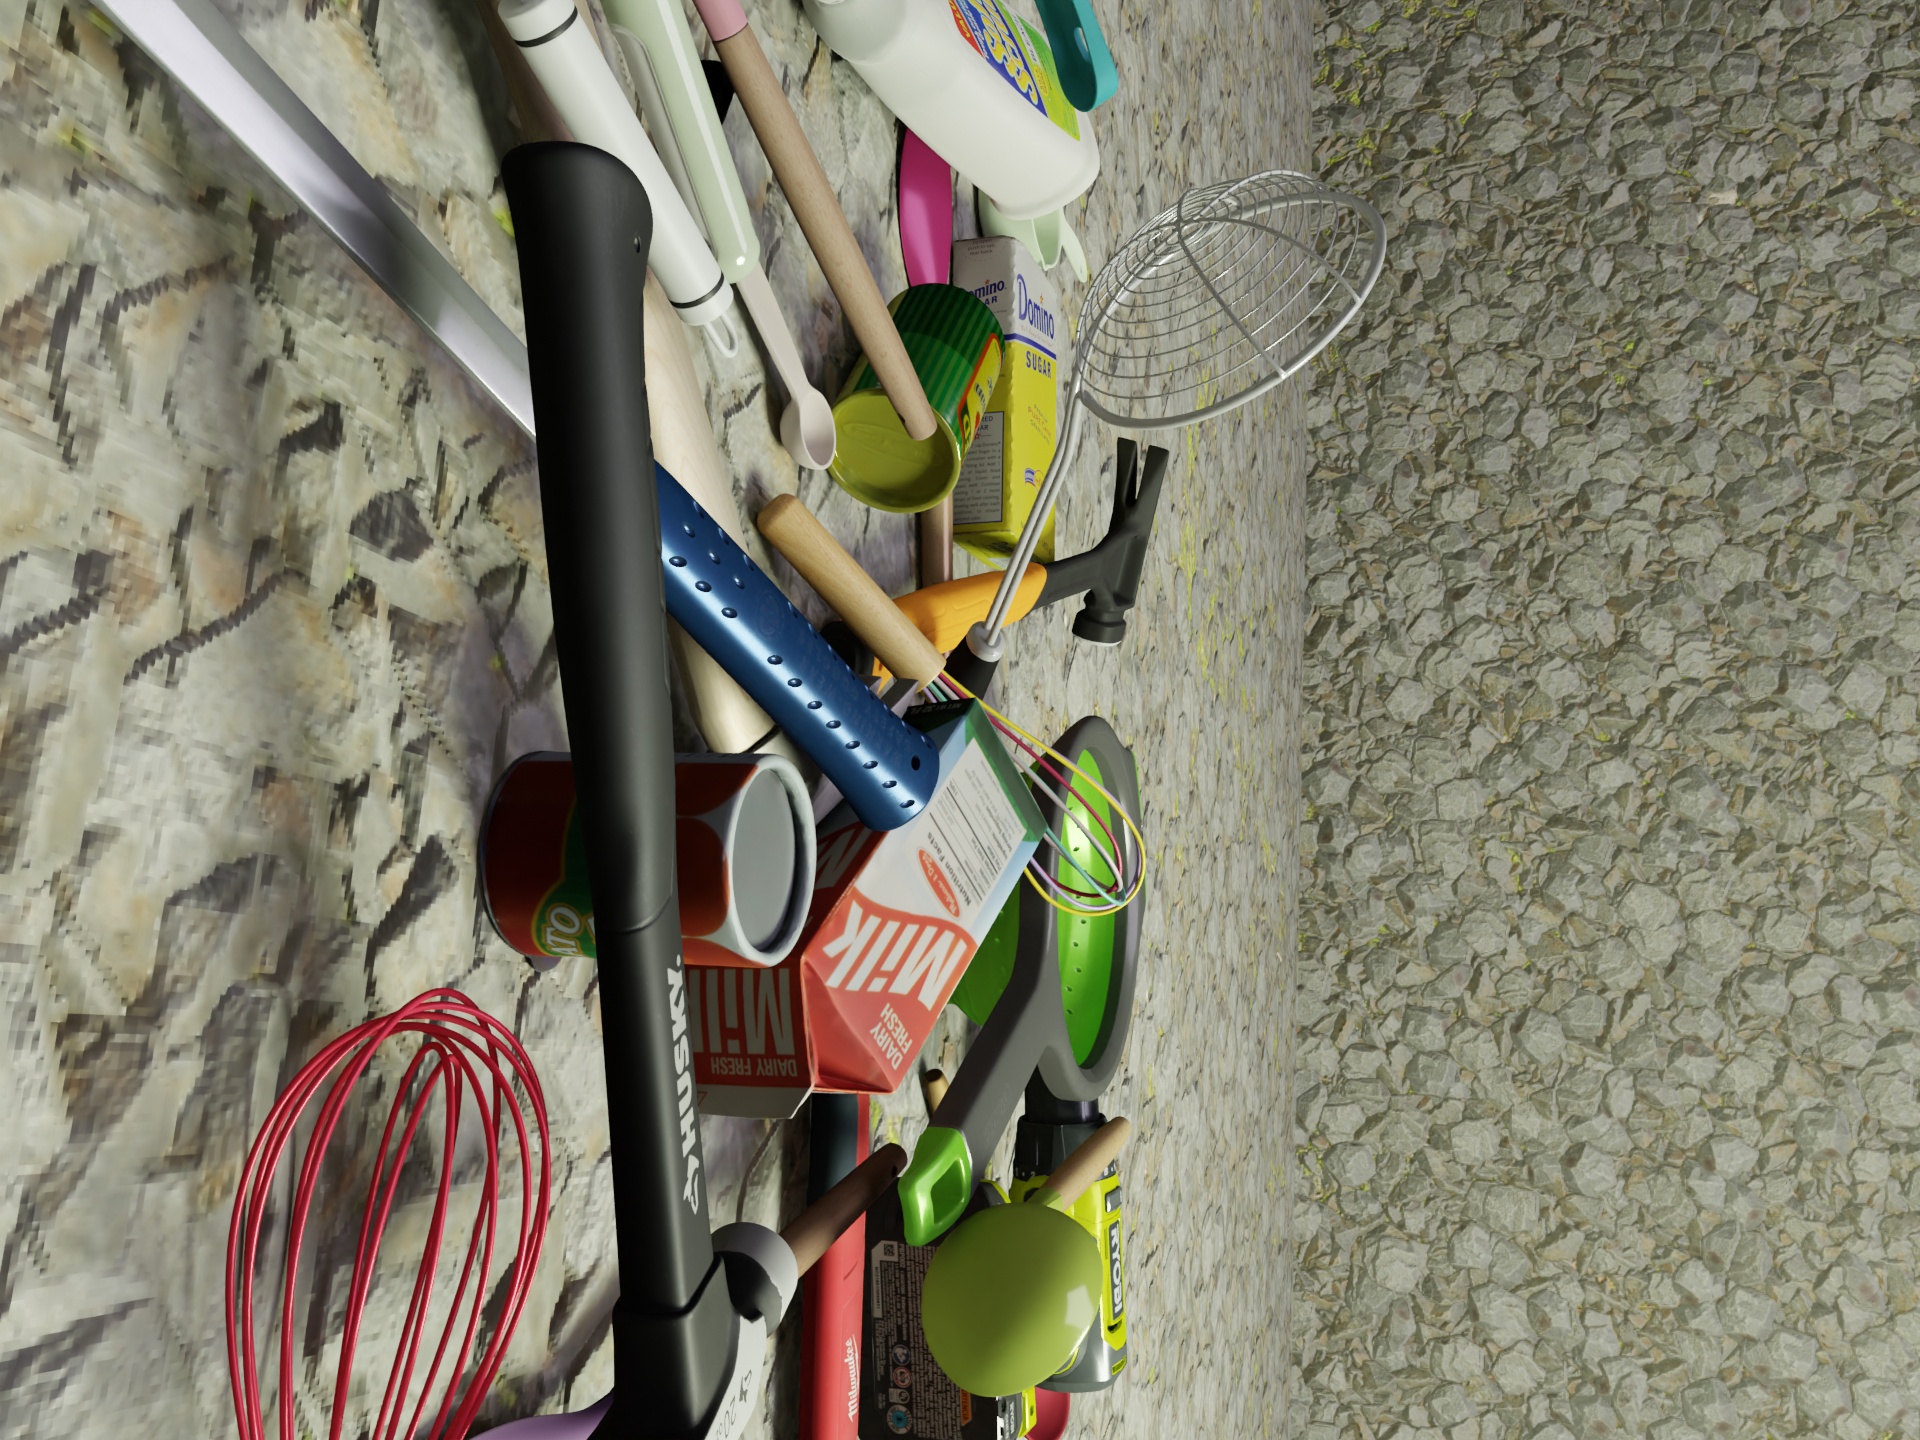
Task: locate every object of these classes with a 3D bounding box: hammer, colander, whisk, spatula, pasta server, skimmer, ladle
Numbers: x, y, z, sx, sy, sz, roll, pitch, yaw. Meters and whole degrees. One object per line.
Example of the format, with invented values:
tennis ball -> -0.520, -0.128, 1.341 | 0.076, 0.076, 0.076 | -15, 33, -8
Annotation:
hammer -> 0.026, -0.072, 0.844 | 0.337, 0.034, 0.127 | -27, 133, -58
colander -> 0.008, 0.125, 0.790 | 0.397, 0.094, 0.204 | -47, 133, -64
whisk -> -0.111, -0.255, 0.502 | 0.059, 0.058, 0.246 | -35, 127, -24
spatula -> -0.098, 0.215, 0.538 | 0.316, 0.018, 0.059 | -24, 111, -61
pasta server -> -0.067, -0.236, 0.595 | 0.060, 0.040, 0.315 | 48, -10, 49
skimmer -> 0.058, -0.071, 0.695 | 0.127, 0.090, 0.363 | -91, -161, -46
hammer -> -0.059, 0.200, 0.679 | 0.143, 0.038, 0.386 | 16, 74, -69
hammer -> -0.103, -0.140, 0.517 | 0.146, 0.038, 0.410 | -46, 133, -45
whisk -> -0.003, -0.001, 0.694 | 0.244, 0.047, 0.051 | 47, 29, -17
hammer -> -0.084, 0.033, 0.394 | 0.146, 0.035, 0.334 | -48, 136, -76
ladle -> 0.019, 0.318, 0.932 | 0.069, 0.031, 0.315 | -63, 146, -50
ladle -> 0.053, 0.231, 0.744 | 0.062, 0.078, 0.320 | 60, 12, 11
whisk -> -0.152, 0.211, 0.375 | 0.073, 0.073, 0.296 | 27, 70, -69
hammer -> -0.110, -0.074, 0.437 | 0.405, 0.035, 0.144 | 50, 43, -48

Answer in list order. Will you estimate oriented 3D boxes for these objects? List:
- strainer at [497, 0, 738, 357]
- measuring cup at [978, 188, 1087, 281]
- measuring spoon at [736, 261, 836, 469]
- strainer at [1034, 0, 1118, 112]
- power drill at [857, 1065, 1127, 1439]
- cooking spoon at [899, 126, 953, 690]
strainer -> -0.113, -0.195, 0.416 | 0.258, 0.050, 0.087 | 61, 21, -49
measuring cup -> 0.048, -0.312, 1.017 | 0.167, 0.038, 0.083 | 14, 76, -73
measuring spoon -> -0.082, -0.158, 0.661 | 0.034, 0.018, 0.124 | -70, 146, -46
strainer -> -0.044, -0.344, 0.524 | 0.095, 0.211, 0.340 | -39, 125, -13
power drill -> 0.028, 0.275, 0.836 | 0.228, 0.080, 0.190 | 6, 80, -66
cooking spoon -> -0.013, -0.171, 0.853 | 0.068, 0.017, 0.319 | 0, 89, -70
